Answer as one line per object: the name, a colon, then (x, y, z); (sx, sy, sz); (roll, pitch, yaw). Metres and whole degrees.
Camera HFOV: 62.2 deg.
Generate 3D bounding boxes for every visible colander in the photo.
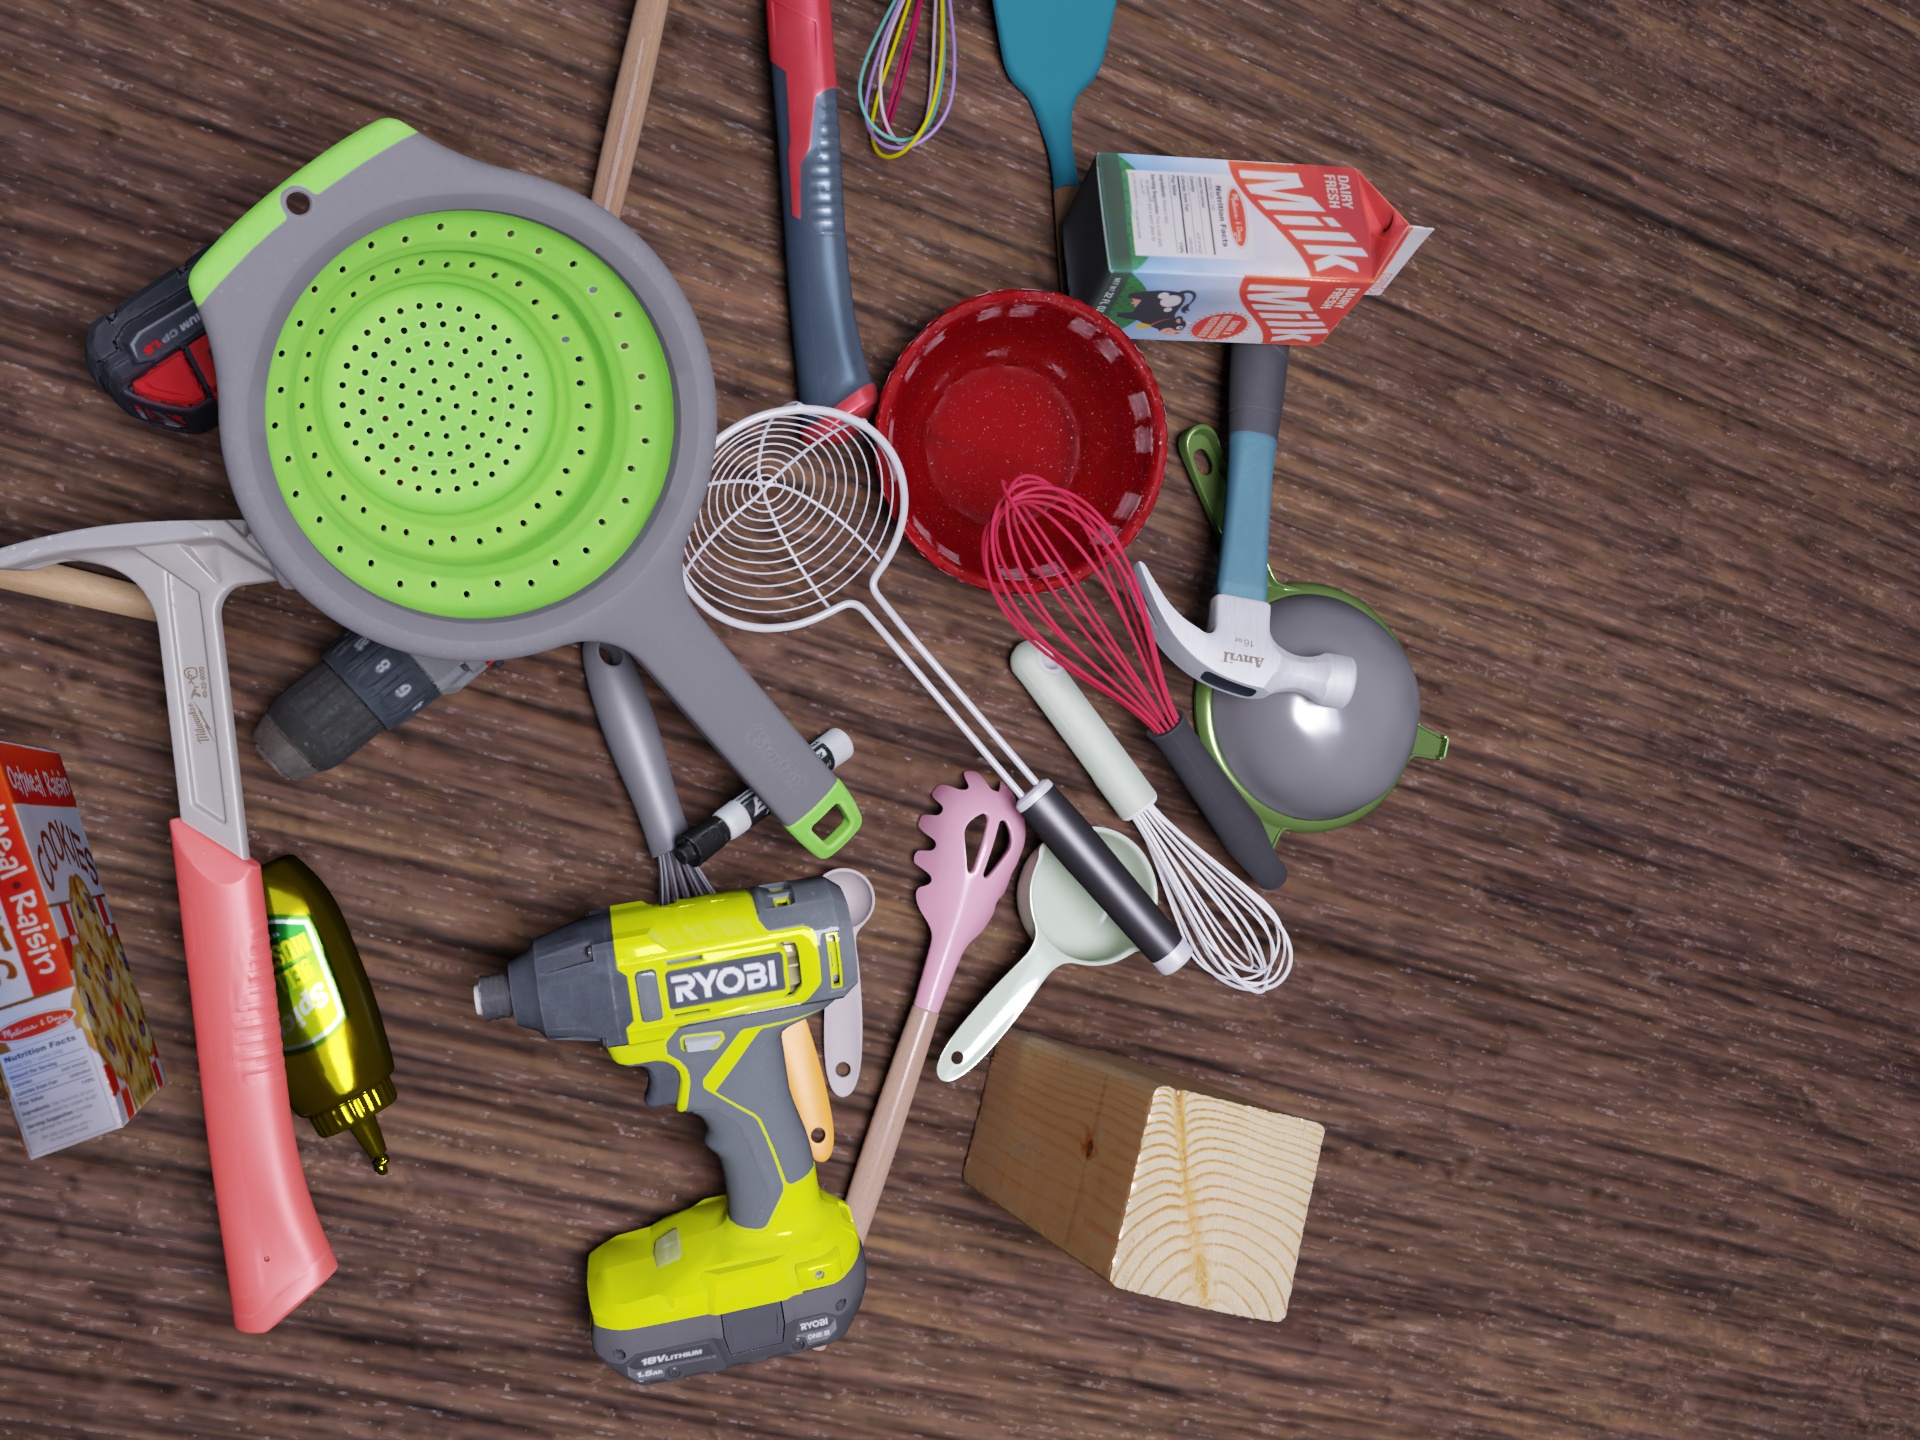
colander: (-0.177, -0.080, 0.740); (0.204, 0.095, 0.396); (-44, 124, -11)

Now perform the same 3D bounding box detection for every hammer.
hammer: (-0.098, -0.342, 0.851); (0.143, 0.038, 0.386); (-2, 95, 15)
hammer: (0.170, -0.173, 0.913); (0.128, 0.033, 0.331); (9, 73, -5)
hammer: (-0.336, 0.092, 0.707); (0.149, 0.037, 0.359); (-5, 93, -4)

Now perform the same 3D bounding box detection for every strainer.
strainer: (0.196, -0.057, 0.924); (0.151, 0.069, 0.256); (-26, 96, -18)

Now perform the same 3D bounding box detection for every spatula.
spatula: (0.065, -0.282, 0.910); (0.082, 0.044, 0.317); (-6, 89, -15)
spatula: (-0.186, -0.272, 0.828); (0.059, 0.018, 0.316); (13, 89, -15)

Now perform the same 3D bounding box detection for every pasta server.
pasta server: (-0.029, 0.180, 0.859); (0.060, 0.040, 0.316); (20, 84, -16)

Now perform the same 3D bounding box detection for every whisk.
whisk: (-0.151, 0.066, 0.817); (0.055, 0.055, 0.239); (-18, 88, -18)
whisk: (0.106, 0.056, 0.903); (0.246, 0.059, 0.058); (53, 37, -4)
whisk: (0.101, -0.012, 0.858); (0.073, 0.073, 0.295); (-45, 116, -16)
whisk: (-0.020, -0.428, 0.896); (0.051, 0.047, 0.245); (12, 78, -16)

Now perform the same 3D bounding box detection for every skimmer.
skimmer: (-0.001, -0.003, 0.816); (0.127, 0.090, 0.363); (-40, 94, 4)

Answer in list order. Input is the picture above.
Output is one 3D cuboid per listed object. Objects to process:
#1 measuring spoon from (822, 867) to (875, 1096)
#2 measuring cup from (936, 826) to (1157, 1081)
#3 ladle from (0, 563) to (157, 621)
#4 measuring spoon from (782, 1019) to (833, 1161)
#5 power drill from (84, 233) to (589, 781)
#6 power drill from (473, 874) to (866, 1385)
measuring spoon: (-0.064, 0.140, 0.857); (0.034, 0.018, 0.124); (0, 93, -7)
measuring cup: (0.039, 0.130, 0.875); (0.083, 0.038, 0.167); (44, 74, -8)
ladle: (-0.508, -0.088, 0.704); (0.320, 0.062, 0.078); (14, 80, -19)
measuring spoon: (-0.085, 0.178, 0.846); (0.021, 0.011, 0.117); (-13, 90, -18)
power drill: (-0.309, -0.102, 0.761); (0.188, 0.080, 0.226); (-42, 103, -16)
power drill: (-0.130, 0.193, 0.761); (0.171, 0.080, 0.223); (-8, 107, -12)
